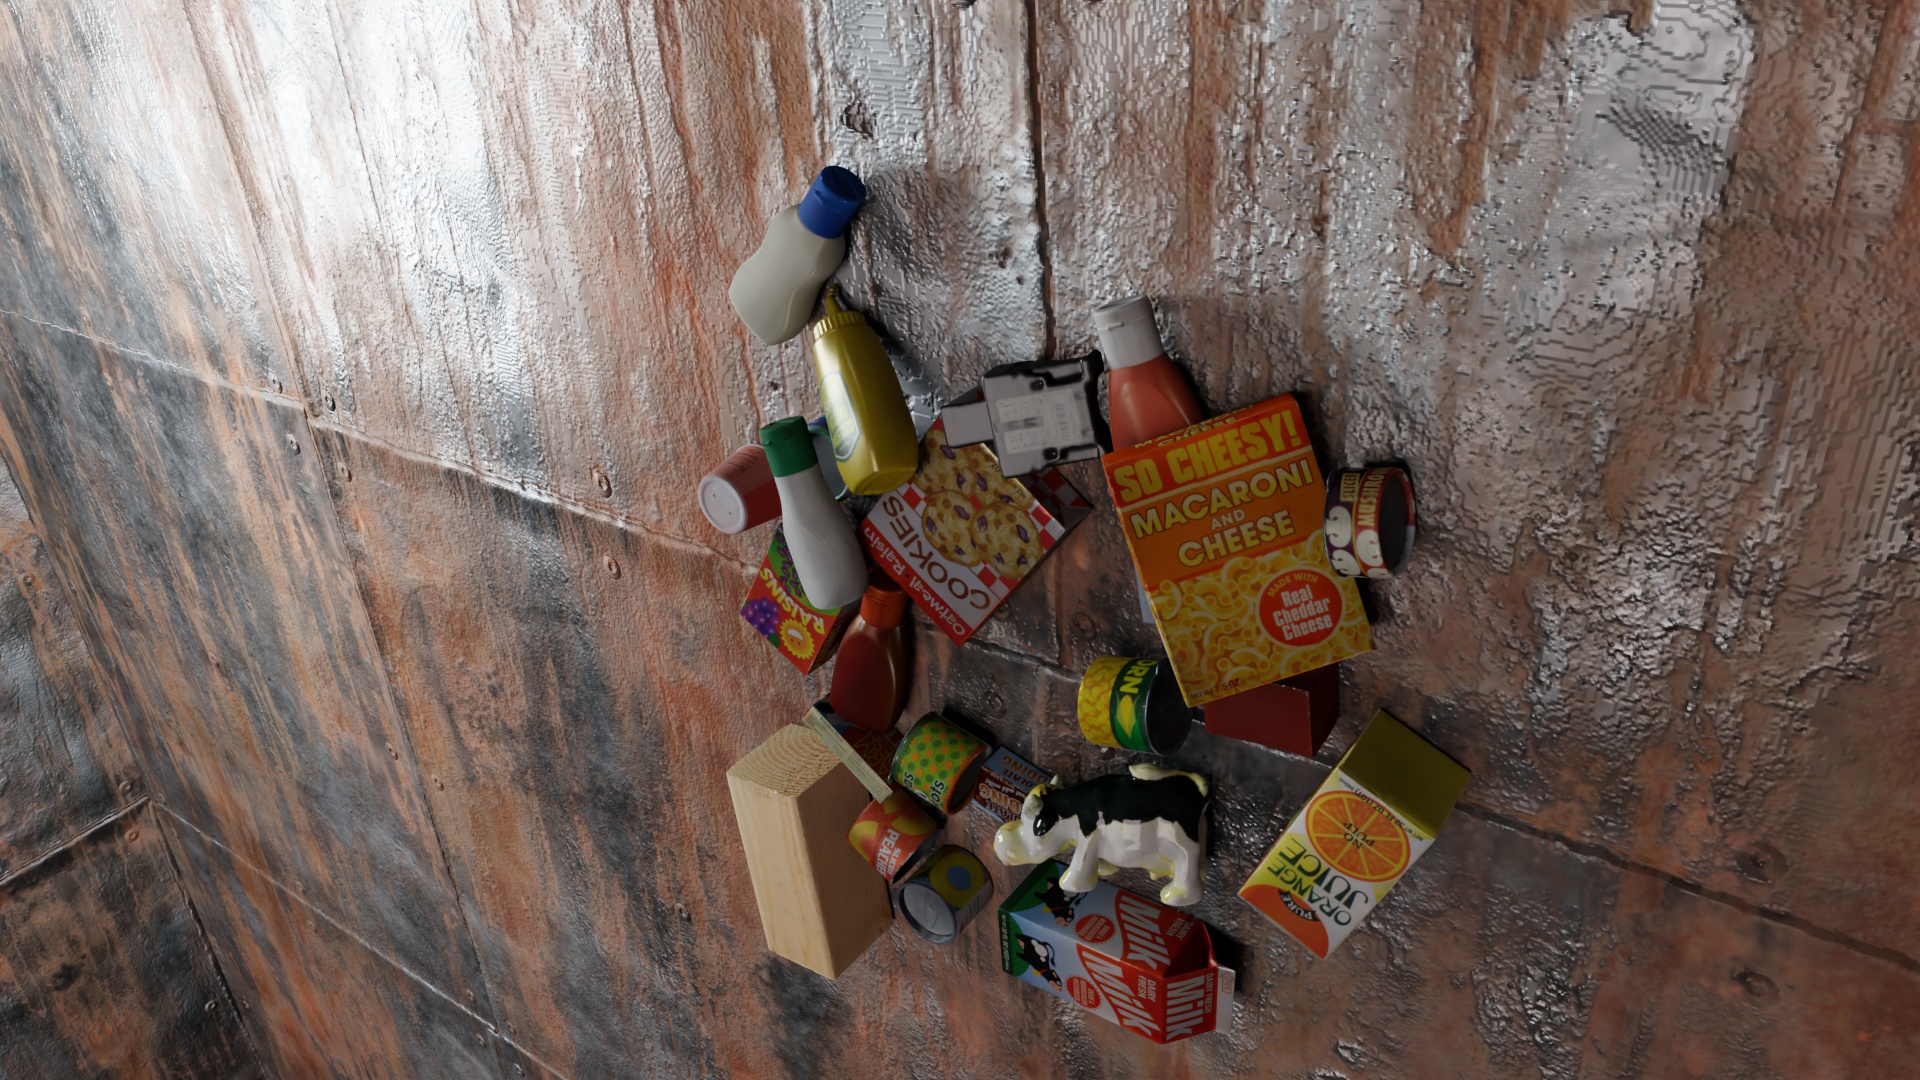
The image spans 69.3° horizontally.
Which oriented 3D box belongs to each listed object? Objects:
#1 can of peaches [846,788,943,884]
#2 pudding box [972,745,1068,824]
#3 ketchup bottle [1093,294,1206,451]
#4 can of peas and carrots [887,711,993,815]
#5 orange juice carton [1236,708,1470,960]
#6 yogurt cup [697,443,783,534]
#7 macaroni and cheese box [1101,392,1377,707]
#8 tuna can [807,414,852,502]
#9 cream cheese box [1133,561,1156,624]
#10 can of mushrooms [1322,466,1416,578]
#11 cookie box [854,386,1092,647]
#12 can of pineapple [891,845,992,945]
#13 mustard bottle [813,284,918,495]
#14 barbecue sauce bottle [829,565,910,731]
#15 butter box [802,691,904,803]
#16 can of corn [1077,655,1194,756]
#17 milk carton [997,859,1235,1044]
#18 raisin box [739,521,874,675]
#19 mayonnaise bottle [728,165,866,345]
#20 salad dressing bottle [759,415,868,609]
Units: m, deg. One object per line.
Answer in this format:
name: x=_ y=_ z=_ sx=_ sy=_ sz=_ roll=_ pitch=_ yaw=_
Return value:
can of peaches: x=-0.059 y=0.258 z=1.219 sx=0.058 sy=0.071 sz=0.071 roll=41 pitch=134 yaw=14
pudding box: x=0.053 y=0.211 z=1.127 sx=0.084 sy=0.030 sz=0.049 roll=30 pitch=131 yaw=23
ketchup bottle: x=0.123 y=-0.081 z=0.887 sx=0.064 sy=0.044 sz=0.148 roll=-10 pitch=108 yaw=30
can of peas and carrots: x=-0.016 y=0.185 z=1.140 sx=0.059 sy=0.071 sz=0.070 roll=28 pitch=130 yaw=23
orange juice carton: x=0.253 y=0.210 z=0.933 sx=0.072 sy=0.073 sz=0.191 roll=37 pitch=133 yaw=16
yogurt cup: x=-0.180 y=-0.040 z=1.153 sx=0.072 sy=0.054 sz=0.072 roll=19 pitch=125 yaw=29
macaroni and cheese box: x=0.172 y=0.006 z=0.862 sx=0.123 sy=0.040 sz=0.166 roll=-19 pitch=104 yaw=9
tuna can: x=-0.104 y=-0.065 z=1.091 sx=0.071 sy=0.033 sz=0.070 roll=19 pitch=126 yaw=29
cream cheese box: x=0.167 y=0.032 z=0.932 sx=0.104 sy=0.024 sz=0.053 roll=4 pitch=118 yaw=38
can of mushrooms: x=0.240 y=-0.012 z=0.815 sx=0.033 sy=0.071 sz=0.070 roll=2 pitch=116 yaw=38
cookie box: x=0.004 y=-0.013 z=1.028 sx=0.123 sy=0.040 sz=0.166 roll=47 pitch=135 yaw=7
can of pineapple: x=-0.015 y=0.310 z=1.223 sx=0.071 sy=0.058 sz=0.070 roll=19 pitch=126 yaw=30
mustard bottle: x=-0.076 y=-0.114 z=1.010 sx=0.065 sy=0.049 sz=0.160 roll=-39 pitch=64 yaw=54
barbecue sauce bottle: x=-0.069 y=0.088 z=1.146 sx=0.065 sy=0.044 sz=0.147 roll=24 pitch=128 yaw=16
butter box: x=-0.083 y=0.173 z=1.201 sx=0.103 sy=0.053 sz=0.024 roll=46 pitch=132 yaw=7
can of corn: x=0.124 y=0.114 z=0.987 sx=0.058 sy=0.071 sz=0.071 roll=3 pitch=117 yaw=39
milk carton: x=0.129 y=0.331 z=1.106 sx=0.191 sy=0.074 sz=0.072 roll=16 pitch=124 yaw=32
raisin box: x=-0.130 y=0.044 z=1.173 sx=0.086 sy=0.040 sz=0.122 roll=41 pitch=133 yaw=12
mayonnaise bottle: x=-0.117 y=-0.209 z=1.011 sx=0.065 sy=0.041 sz=0.147 roll=54 pitch=135 yaw=10
salad dressing bottle: x=-0.115 y=-0.022 z=1.070 sx=0.064 sy=0.044 sz=0.147 roll=2 pitch=115 yaw=50
